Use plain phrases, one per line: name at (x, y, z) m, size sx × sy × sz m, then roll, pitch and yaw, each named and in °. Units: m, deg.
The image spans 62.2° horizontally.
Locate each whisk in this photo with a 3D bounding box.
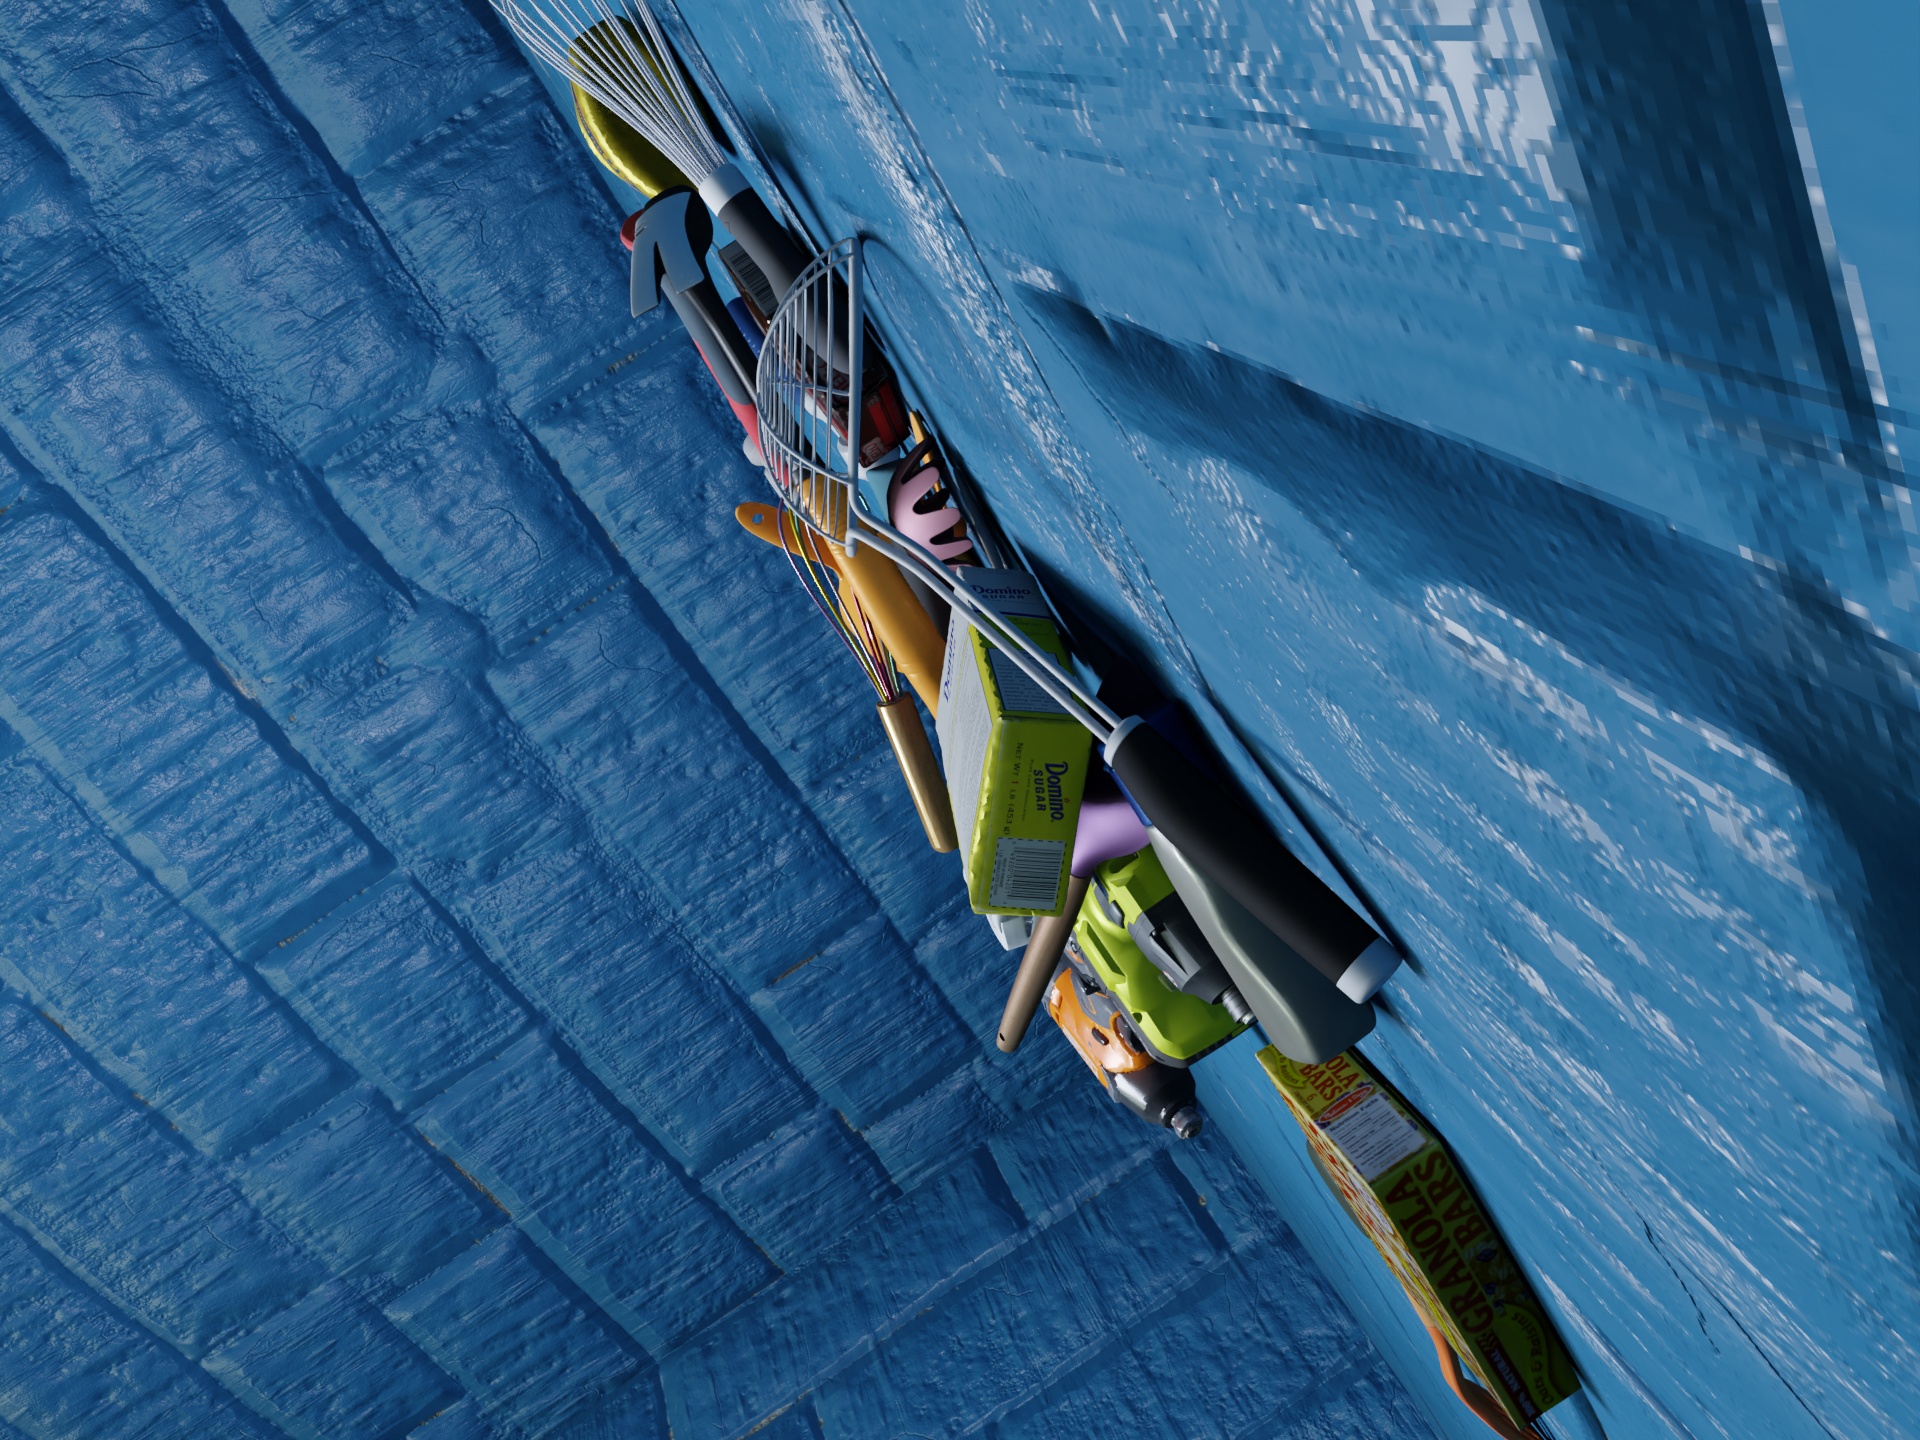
whisk at (-0.043, -0.034, 0.923) m, size 0.047 × 0.051 × 0.244 m, roll -70°, pitch -38°, yaw -67°
whisk at (-0.134, -0.283, 0.773) m, size 0.284 × 0.070 × 0.070 m, roll 52°, pitch 178°, yaw -3°

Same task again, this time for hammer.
hammer at (-0.001, -0.003, 0.942) m, size 0.128 × 0.033 × 0.330 m, roll -123°, pitch 16°, yaw -60°
hammer at (-0.099, -0.219, 1.141) m, size 0.143 × 0.035 × 0.406 m, roll 58°, pitch 177°, yaw -38°
hammer at (-0.160, -0.243, 1.182) m, size 0.143 × 0.038 × 0.386 m, roll 55°, pitch 177°, yaw 20°
hammer at (-0.058, -0.096, 0.783) m, size 0.336 × 0.034 × 0.127 m, roll 58°, pitch -170°, yaw -32°

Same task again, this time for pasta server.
pasta server at (0.031, -0.045, 0.893) m, size 0.315 × 0.040 × 0.060 m, roll 51°, pitch -162°, yaw -52°

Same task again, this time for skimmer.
skimmer at (0.040, -0.047, 0.601) m, size 0.363 × 0.090 × 0.127 m, roll 44°, pitch 153°, yaw 23°

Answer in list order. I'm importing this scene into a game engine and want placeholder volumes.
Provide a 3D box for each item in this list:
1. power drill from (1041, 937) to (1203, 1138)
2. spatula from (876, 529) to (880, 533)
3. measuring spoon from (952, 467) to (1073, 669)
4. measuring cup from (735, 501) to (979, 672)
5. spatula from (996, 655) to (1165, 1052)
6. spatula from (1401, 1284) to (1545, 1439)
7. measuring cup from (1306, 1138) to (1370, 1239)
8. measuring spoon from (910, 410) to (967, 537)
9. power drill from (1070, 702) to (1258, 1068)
power drill at (0.112, 0.189, 1.114) m, size 0.164 × 0.084 × 0.226 m, roll 50°, pitch 162°, yaw 39°
spatula at (-0.002, -0.059, 1.248) m, size 0.082 × 0.044 × 0.317 m, roll 49°, pitch 174°, yaw 48°
measuring spoon at (0.028, -0.073, 0.799) m, size 0.034 × 0.018 × 0.124 m, roll -85°, pitch -30°, yaw -73°
measuring cup at (-0.056, -0.085, 0.951) m, size 0.173 × 0.095 × 0.052 m, roll 23°, pitch -162°, yaw -38°
spatula at (0.053, 0.085, 0.766) m, size 0.060 × 0.018 × 0.315 m, roll 53°, pitch 150°, yaw 26°
spatula at (0.297, 0.353, 1.002) m, size 0.322 × 0.041 × 0.081 m, roll 61°, pitch 177°, yaw -13°
measuring cup at (0.249, 0.294, 0.904) m, size 0.167 × 0.038 × 0.083 m, roll 59°, pitch 177°, yaw -12°
measuring spoon at (-0.010, -0.130, 0.851) m, size 0.116 × 0.011 × 0.021 m, roll 68°, pitch 176°, yaw -63°
power drill at (0.106, 0.104, 0.845) m, size 0.171 × 0.080 × 0.223 m, roll 56°, pitch 175°, yaw 24°
